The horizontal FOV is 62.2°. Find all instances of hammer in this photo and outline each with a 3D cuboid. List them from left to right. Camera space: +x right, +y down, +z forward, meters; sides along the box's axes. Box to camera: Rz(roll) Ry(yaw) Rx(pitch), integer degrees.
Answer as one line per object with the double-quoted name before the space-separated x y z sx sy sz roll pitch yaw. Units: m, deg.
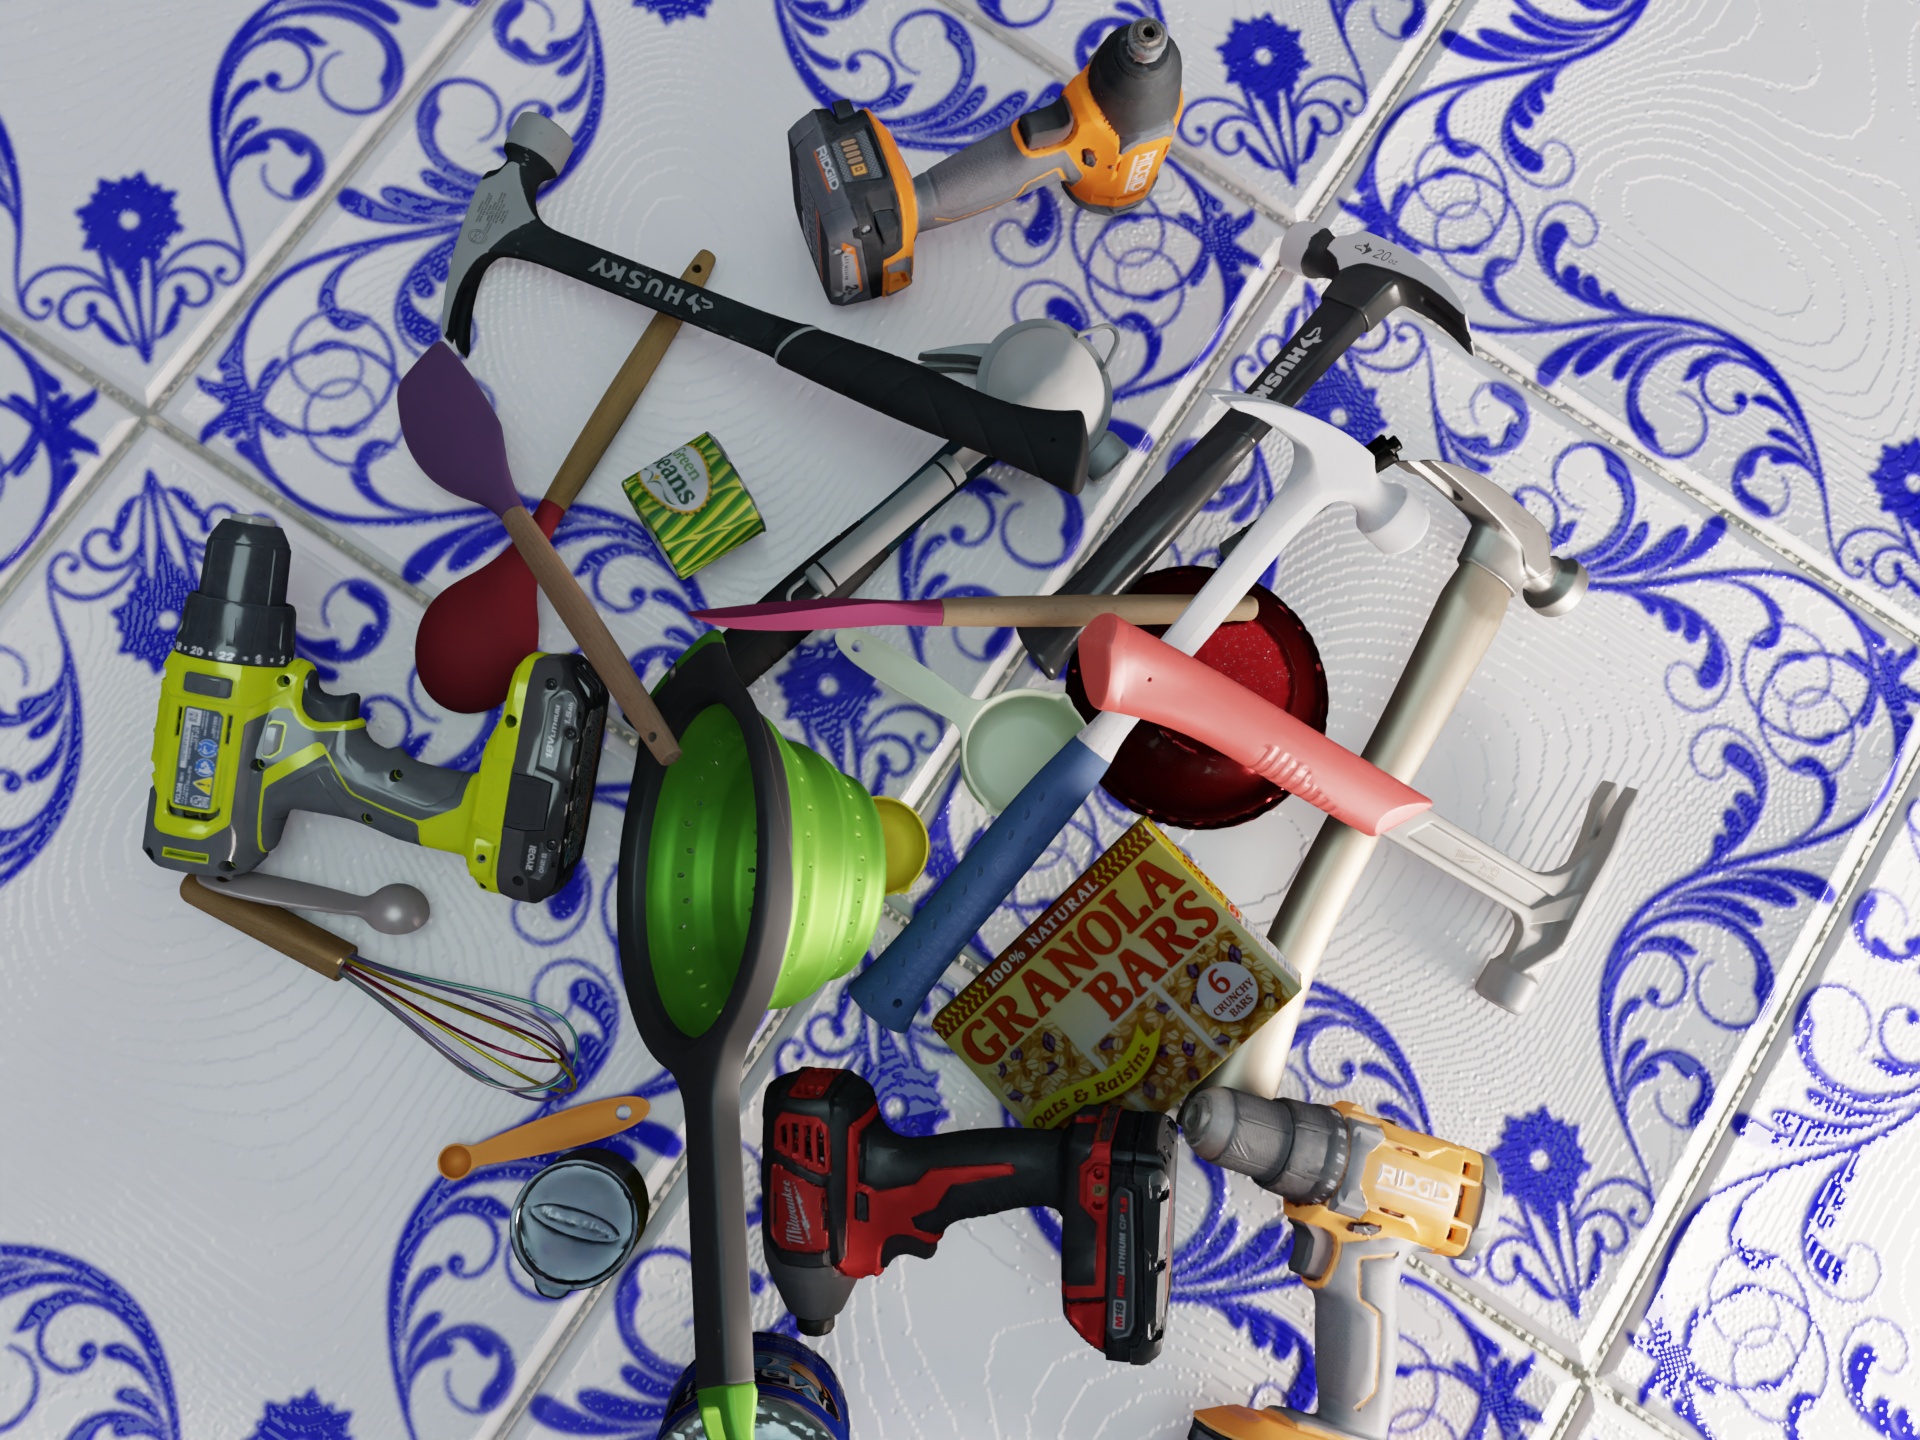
"hammer" -0.113 -0.217 0.906 0.409 0.036 0.149 24 82 12
"hammer" -0.060 -0.098 0.934 0.331 0.033 0.128 -43 87 -10
"hammer" 0.074 0.004 0.861 0.144 0.035 0.405 35 99 -26
"hammer" 0.154 -0.153 0.930 0.335 0.035 0.146 -48 51 -7
"hammer" 0.224 0.050 0.914 0.146 0.038 0.411 32 82 -25
"hammer" 0.217 0.029 0.866 0.358 0.037 0.149 29 88 -22

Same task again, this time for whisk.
"whisk" -0.315 0.140 0.868 0.245 0.047 0.051 27 81 3

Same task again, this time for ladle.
"ladle" -0.224 -0.147 0.932 0.069 0.031 0.315 28 78 -1

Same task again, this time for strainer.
"strainer" 0.002 -0.147 0.913 0.258 0.050 0.086 -41 103 -6

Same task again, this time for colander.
"colander" -0.093 0.154 0.797 0.094 0.204 0.397 7 64 -30

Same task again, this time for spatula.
"spatula" -0.236 -0.094 0.875 0.060 0.018 0.316 -44 65 13

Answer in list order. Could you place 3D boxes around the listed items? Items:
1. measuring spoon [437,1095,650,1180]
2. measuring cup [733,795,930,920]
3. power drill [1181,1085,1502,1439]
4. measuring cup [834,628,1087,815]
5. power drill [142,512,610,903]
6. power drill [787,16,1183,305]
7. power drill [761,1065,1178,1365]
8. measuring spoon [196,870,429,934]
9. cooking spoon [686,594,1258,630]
"measuring spoon" -0.229 0.229 0.879 0.117 0.011 0.021 -14 81 -11
"measuring cup" -0.086 0.099 0.909 0.156 0.029 0.062 -33 82 3
"power drill" 0.183 0.316 0.852 0.185 0.084 0.226 21 77 -15
"measuring cup" -0.001 -0.003 0.921 0.167 0.038 0.083 32 80 1
"power drill" -0.314 -0.001 0.858 0.228 0.080 0.190 11 96 -3
"power drill" 0.020 -0.327 0.914 0.226 0.164 0.084 -20 84 -6
"power drill" 0.001 0.265 0.838 0.219 0.078 0.143 3 97 11
"measuring spoon" -0.354 0.092 0.870 0.124 0.034 0.018 12 124 -9
"cooking spoon" 0.014 -0.058 0.857 0.318 0.069 0.017 -2 98 -16
